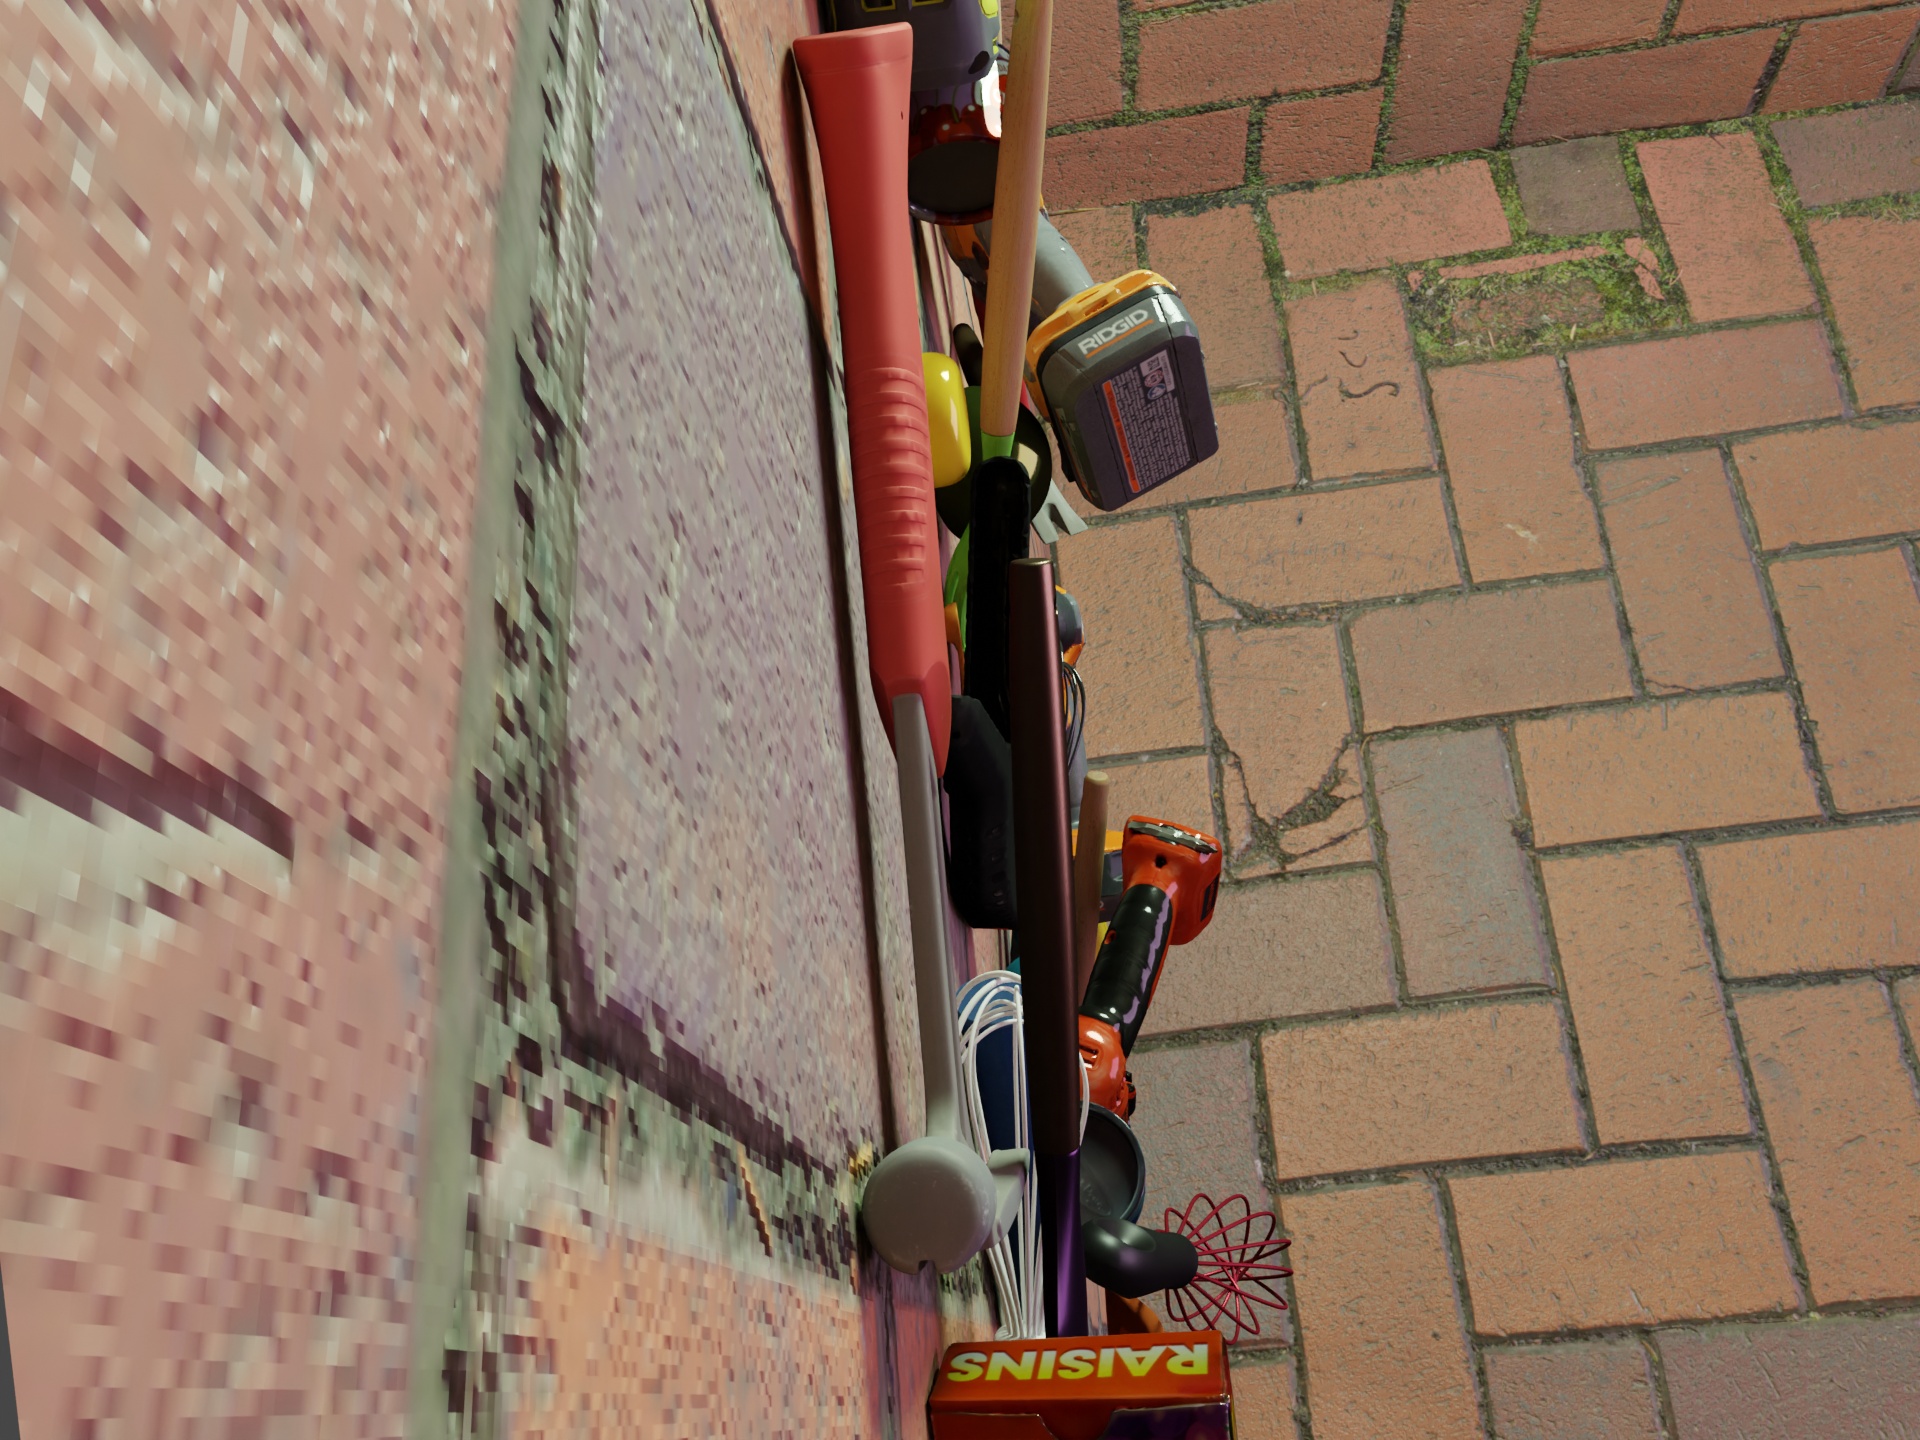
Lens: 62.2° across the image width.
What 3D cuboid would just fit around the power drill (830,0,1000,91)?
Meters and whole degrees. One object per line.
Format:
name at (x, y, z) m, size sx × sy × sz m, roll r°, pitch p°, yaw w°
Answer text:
power drill at (-0.020, -0.358, 0.618) m, size 0.229 × 0.080 × 0.190 m, roll -81°, pitch 164°, yaw -62°

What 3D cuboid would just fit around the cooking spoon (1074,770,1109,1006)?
cooking spoon at (0.067, 0.176, 0.932) m, size 0.069 × 0.017 × 0.318 m, roll -79°, pitch 173°, yaw -67°

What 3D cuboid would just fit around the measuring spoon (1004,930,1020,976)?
measuring spoon at (0.024, 0.118, 0.855) m, size 0.129 × 0.021 × 0.042 m, roll -105°, pitch -164°, yaw -56°

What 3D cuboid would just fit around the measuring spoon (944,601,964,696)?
measuring spoon at (-0.001, -0.002, 0.747) m, size 0.021 × 0.011 × 0.116 m, roll -97°, pitch -179°, yaw -58°

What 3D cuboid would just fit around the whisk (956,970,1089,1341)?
whisk at (0.023, 0.211, 0.564) m, size 0.057 × 0.059 × 0.246 m, roll -5°, pitch 93°, yaw -48°

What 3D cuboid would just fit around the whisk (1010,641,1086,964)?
whisk at (0.046, 0.067, 0.920) m, size 0.055 × 0.055 × 0.239 m, roll 65°, pitch 26°, yaw -74°

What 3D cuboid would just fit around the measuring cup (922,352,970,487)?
measuring cup at (-0.009, -0.087, 0.631) m, size 0.062 × 0.029 × 0.157 m, roll 77°, pitch 7°, yaw -50°

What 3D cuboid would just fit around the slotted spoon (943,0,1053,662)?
slotted spoon at (0.017, -0.151, 0.687) m, size 0.070 × 0.031 × 0.313 m, roll -118°, pitch -153°, yaw -52°

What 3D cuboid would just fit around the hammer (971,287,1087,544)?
hammer at (0.019, -0.286, 1.005) m, size 0.385 × 0.038 × 0.143 m, roll 74°, pitch -6°, yaw -50°

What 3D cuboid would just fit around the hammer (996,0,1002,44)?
hammer at (0.010, -0.420, 0.928) m, size 0.130 × 0.031 × 0.331 m, roll 60°, pitch -8°, yaw 26°

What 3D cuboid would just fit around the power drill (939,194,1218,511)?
power drill at (0.052, -0.219, 0.860) m, size 0.226 × 0.084 × 0.185 m, roll 61°, pitch 1°, yaw 30°

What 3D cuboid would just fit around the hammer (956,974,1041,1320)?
hammer at (0.041, 0.296, 0.684) m, size 0.144 × 0.035 × 0.405 m, roll -79°, pitch 162°, yaw -72°

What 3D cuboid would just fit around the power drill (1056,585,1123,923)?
power drill at (0.063, 0.020, 1.043) m, size 0.164 × 0.084 × 0.226 m, roll 24°, pitch 55°, yaw -83°

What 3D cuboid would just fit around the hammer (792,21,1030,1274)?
hammer at (-0.015, -0.032, 0.472) m, size 0.149 × 0.036 × 0.359 m, roll 52°, pitch 32°, yaw -80°

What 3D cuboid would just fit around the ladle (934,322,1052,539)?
ladle at (0.004, -0.181, 0.897) m, size 0.320 × 0.062 × 0.078 m, roll -101°, pitch 173°, yaw -64°

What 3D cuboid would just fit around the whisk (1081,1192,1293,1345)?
whisk at (0.098, 0.240, 0.704) m, size 0.295 × 0.073 × 0.073 m, roll 44°, pitch 39°, yaw -62°

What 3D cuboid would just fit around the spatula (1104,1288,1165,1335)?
spatula at (0.065, 0.289, 0.645) m, size 0.322 × 0.041 × 0.081 m, roll 44°, pitch 39°, yaw -75°

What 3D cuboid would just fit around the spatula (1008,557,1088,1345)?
spatula at (0.029, 0.107, 0.493) m, size 0.060 × 0.018 × 0.315 m, roll -60°, pitch 147°, yaw -74°
